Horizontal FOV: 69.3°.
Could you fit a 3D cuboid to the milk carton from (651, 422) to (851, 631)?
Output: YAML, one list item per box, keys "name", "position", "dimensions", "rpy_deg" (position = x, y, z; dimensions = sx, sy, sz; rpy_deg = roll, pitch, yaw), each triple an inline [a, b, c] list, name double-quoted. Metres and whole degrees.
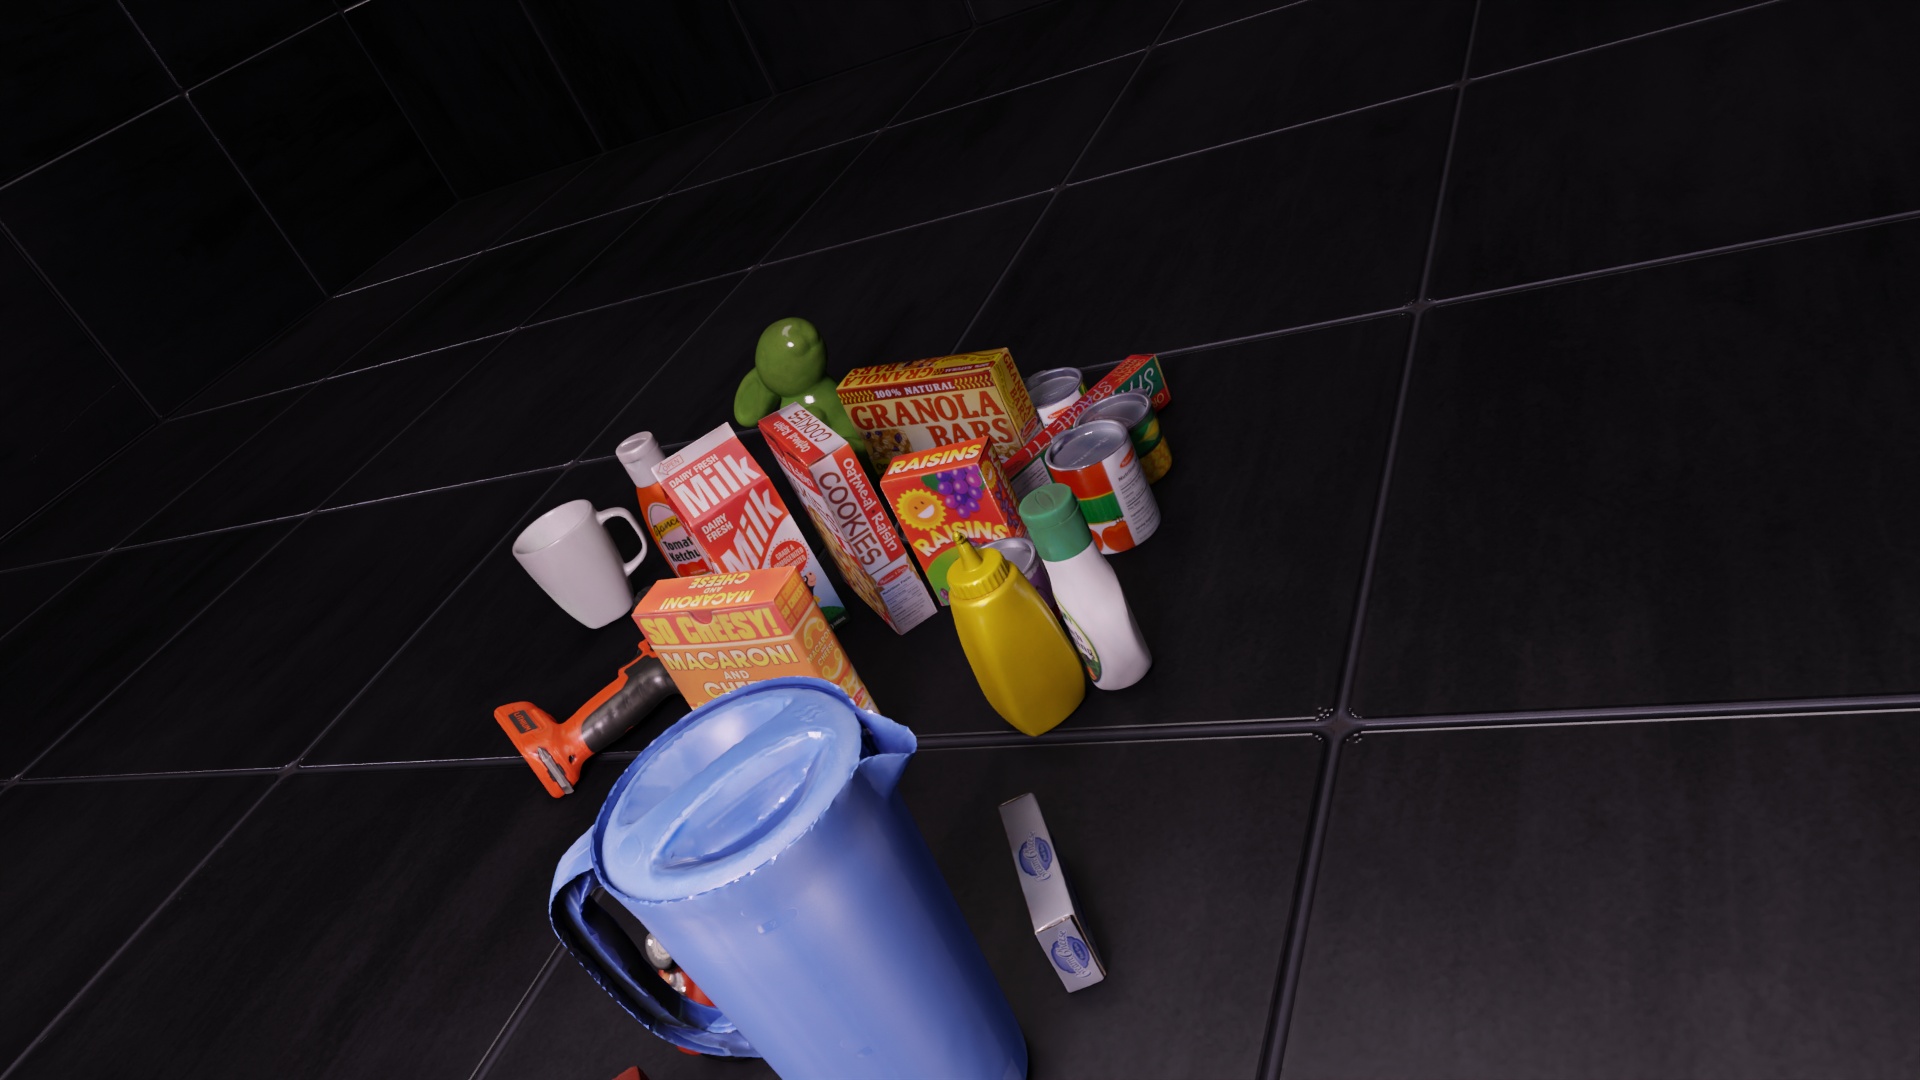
- name: "milk carton"
  position: [-0.170, 0.001, 1.107]
  dimensions: [0.072, 0.189, 0.073]
  rpy_deg: [-34, 30, -14]

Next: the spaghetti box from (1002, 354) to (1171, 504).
- name: "spaghetti box"
  position: [0.084, -0.070, 1.164]
  dimensions: [0.251, 0.050, 0.029]
  rpy_deg: [-41, 33, -25]

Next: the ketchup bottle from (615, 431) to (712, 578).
- name: "ketchup bottle"
  position: [-0.262, -0.030, 1.269]
  dimensions: [0.064, 0.148, 0.044]
  rpy_deg: [-13, 32, 22]

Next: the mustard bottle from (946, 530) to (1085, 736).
- name: "mustard bottle"
  position: [0.029, 0.053, 0.901]
  dimensions: [0.065, 0.159, 0.049]
  rpy_deg: [-36, 31, -17]

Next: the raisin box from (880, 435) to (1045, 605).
- name: "raisin box"
  position: [0.004, -0.013, 1.063]
  dimensions: [0.086, 0.123, 0.040]
  rpy_deg: [-10, 33, 26]

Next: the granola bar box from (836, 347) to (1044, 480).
- name: "granola bar box"
  position: [-0.013, -0.098, 1.209]
  dimensions: [0.165, 0.123, 0.039]
  rpy_deg: [-3, 37, 35]

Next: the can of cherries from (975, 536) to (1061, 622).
- name: "can of cherries"
  position: [0.033, 0.041, 1.019]
  dimensions: [0.071, 0.058, 0.072]
  rpy_deg: [-19, 30, 12]

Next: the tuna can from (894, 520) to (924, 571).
- name: "tuna can"
  position: [-0.021, -0.007, 1.163]
  dimensions: [0.071, 0.032, 0.071]
  rpy_deg: [-19, 30, 12]

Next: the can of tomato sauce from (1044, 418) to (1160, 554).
- name: "can of tomato sauce"
  position: [0.109, -0.041, 1.067]
  dimensions: [0.071, 0.082, 0.071]
  rpy_deg: [-19, 30, 12]

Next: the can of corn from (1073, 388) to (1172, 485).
- name: "can of corn"
  position: [0.135, -0.081, 1.134]
  dimensions: [0.071, 0.058, 0.071]
  rpy_deg: [-19, 30, 12]

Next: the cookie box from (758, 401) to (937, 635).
- name: "cookie box"
  position: [-0.091, -0.019, 1.100]
  dimensions: [0.040, 0.166, 0.123]
  rpy_deg: [-33, 30, -12]

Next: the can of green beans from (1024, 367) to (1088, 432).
- name: "can of green beans"
  position: [0.086, -0.110, 1.219]
  dimensions: [0.071, 0.057, 0.071]
  rpy_deg: [-19, 30, 12]

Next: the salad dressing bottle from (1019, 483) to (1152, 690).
- name: "salad dressing bottle"
  position: [0.081, 0.031, 0.908]
  dimensions: [0.044, 0.147, 0.064]
  rpy_deg: [-28, 29, -2]

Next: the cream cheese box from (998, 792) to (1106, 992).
- name: "cream cheese box"
  position: [0.050, 0.193, 0.770]
  dimensions: [0.024, 0.053, 0.104]
  rpy_deg: [-25, 30, 3]

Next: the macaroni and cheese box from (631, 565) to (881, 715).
- name: "macaroni and cheese box"
  position: [-0.131, 0.098, 0.948]
  dimensions: [0.123, 0.165, 0.040]
  rpy_deg: [-7, 35, 31]
